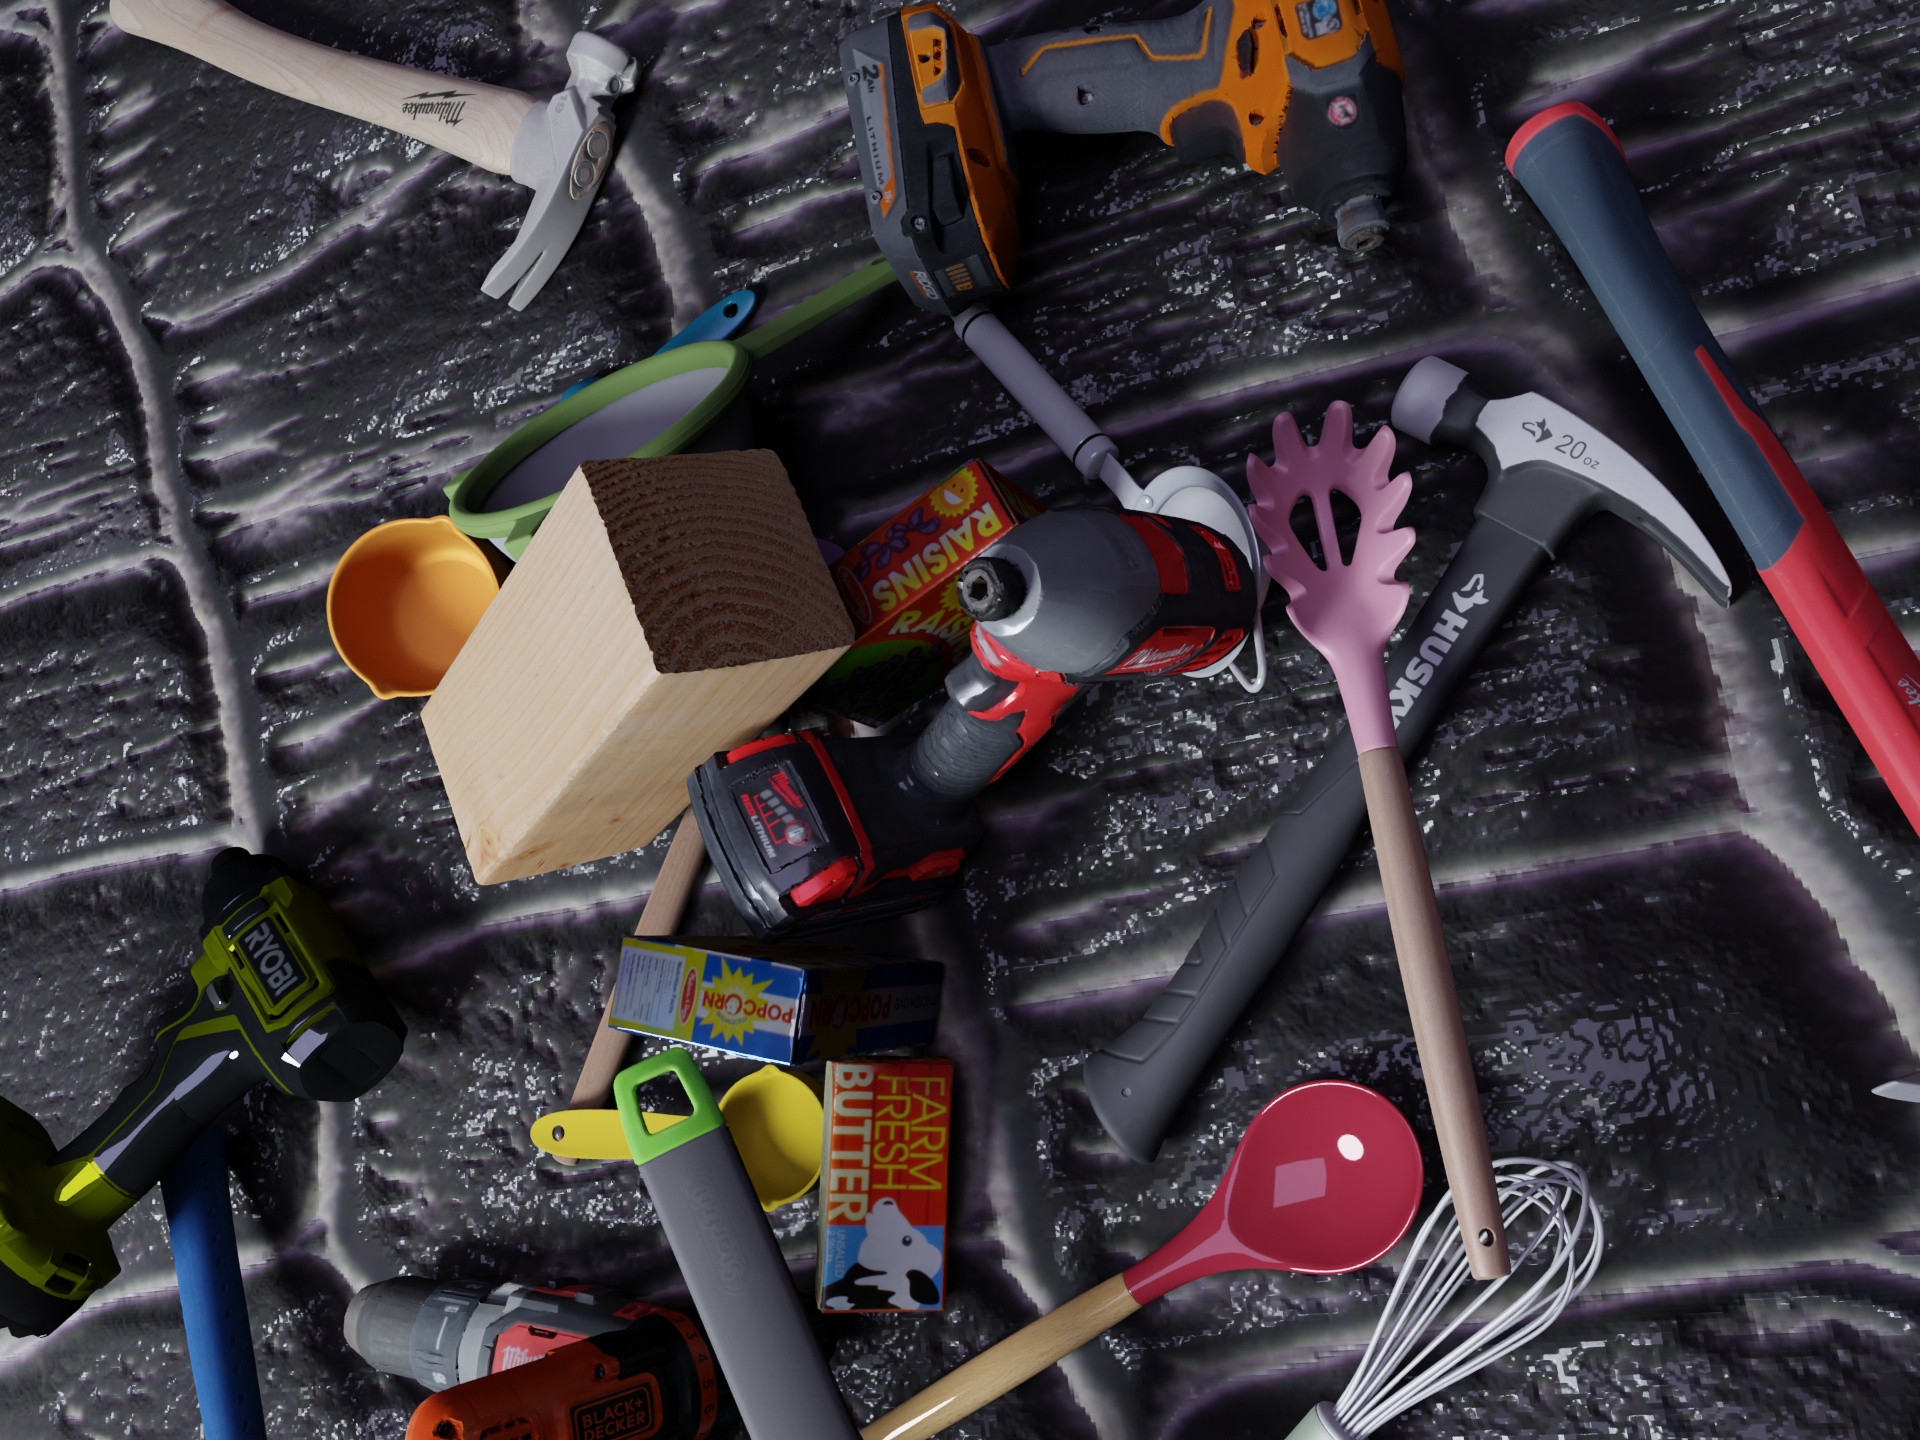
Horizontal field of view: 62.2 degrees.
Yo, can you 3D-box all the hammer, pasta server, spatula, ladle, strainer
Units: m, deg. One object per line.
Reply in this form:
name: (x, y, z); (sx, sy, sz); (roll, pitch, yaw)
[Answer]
hammer: (-0.322, 0.371, 0.721); (0.035, 0.144, 0.406); (-26, 60, -2)
pasta server: (0.157, 0.036, 0.574); (0.060, 0.040, 0.316); (-10, 73, 9)
spatula: (-0.130, 0.059, 0.751); (0.060, 0.018, 0.316); (20, 88, 30)
hammer: (0.276, -0.063, 0.550); (0.038, 0.143, 0.387); (-54, 50, 54)
ladle: (0.049, 0.241, 0.636); (0.315, 0.031, 0.069); (-37, 61, 16)
strainer: (0.065, -0.110, 0.685); (0.259, 0.050, 0.086); (53, 140, 28)
hammer: (0.155, 0.030, 0.623); (0.146, 0.035, 0.335); (35, 95, 25)
hammer: (-0.365, -0.363, 0.922); (0.411, 0.038, 0.146); (26, 93, 26)
strainer: (-0.107, -0.135, 0.734); (0.256, 0.069, 0.152); (-35, 30, -15)

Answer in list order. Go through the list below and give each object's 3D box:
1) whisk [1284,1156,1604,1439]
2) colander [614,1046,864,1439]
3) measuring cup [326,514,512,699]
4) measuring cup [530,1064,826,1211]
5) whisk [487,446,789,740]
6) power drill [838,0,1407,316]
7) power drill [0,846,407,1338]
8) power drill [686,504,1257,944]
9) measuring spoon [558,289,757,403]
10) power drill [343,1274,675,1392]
whisk: (0.146, 0.254, 0.582); (0.058, 0.059, 0.246); (36, 101, -3)
colander: (-0.037, 0.312, 0.595); (0.204, 0.094, 0.397); (-24, 76, -11)
measuring cup: (-0.227, -0.041, 0.802); (0.173, 0.052, 0.095); (20, 91, 1)
measuring cup: (-0.123, 0.186, 0.719); (0.156, 0.029, 0.062); (-5, 79, 23)
whisk: (-0.162, -0.063, 0.767); (0.239, 0.055, 0.055); (40, 97, 25)
power drill: (0.073, -0.252, 0.679); (0.226, 0.084, 0.164); (-14, 75, 12)
power drill: (-0.400, 0.172, 0.785); (0.223, 0.080, 0.171); (-41, 52, -12)
power drill: (-0.001, -0.002, 0.613); (0.219, 0.143, 0.079); (-40, 68, 33)
measuring spoon: (-0.157, -0.181, 0.804); (0.128, 0.021, 0.042); (-33, 70, 16)
power drill: (-0.205, 0.361, 0.700); (0.188, 0.080, 0.227); (1, 78, 24)
